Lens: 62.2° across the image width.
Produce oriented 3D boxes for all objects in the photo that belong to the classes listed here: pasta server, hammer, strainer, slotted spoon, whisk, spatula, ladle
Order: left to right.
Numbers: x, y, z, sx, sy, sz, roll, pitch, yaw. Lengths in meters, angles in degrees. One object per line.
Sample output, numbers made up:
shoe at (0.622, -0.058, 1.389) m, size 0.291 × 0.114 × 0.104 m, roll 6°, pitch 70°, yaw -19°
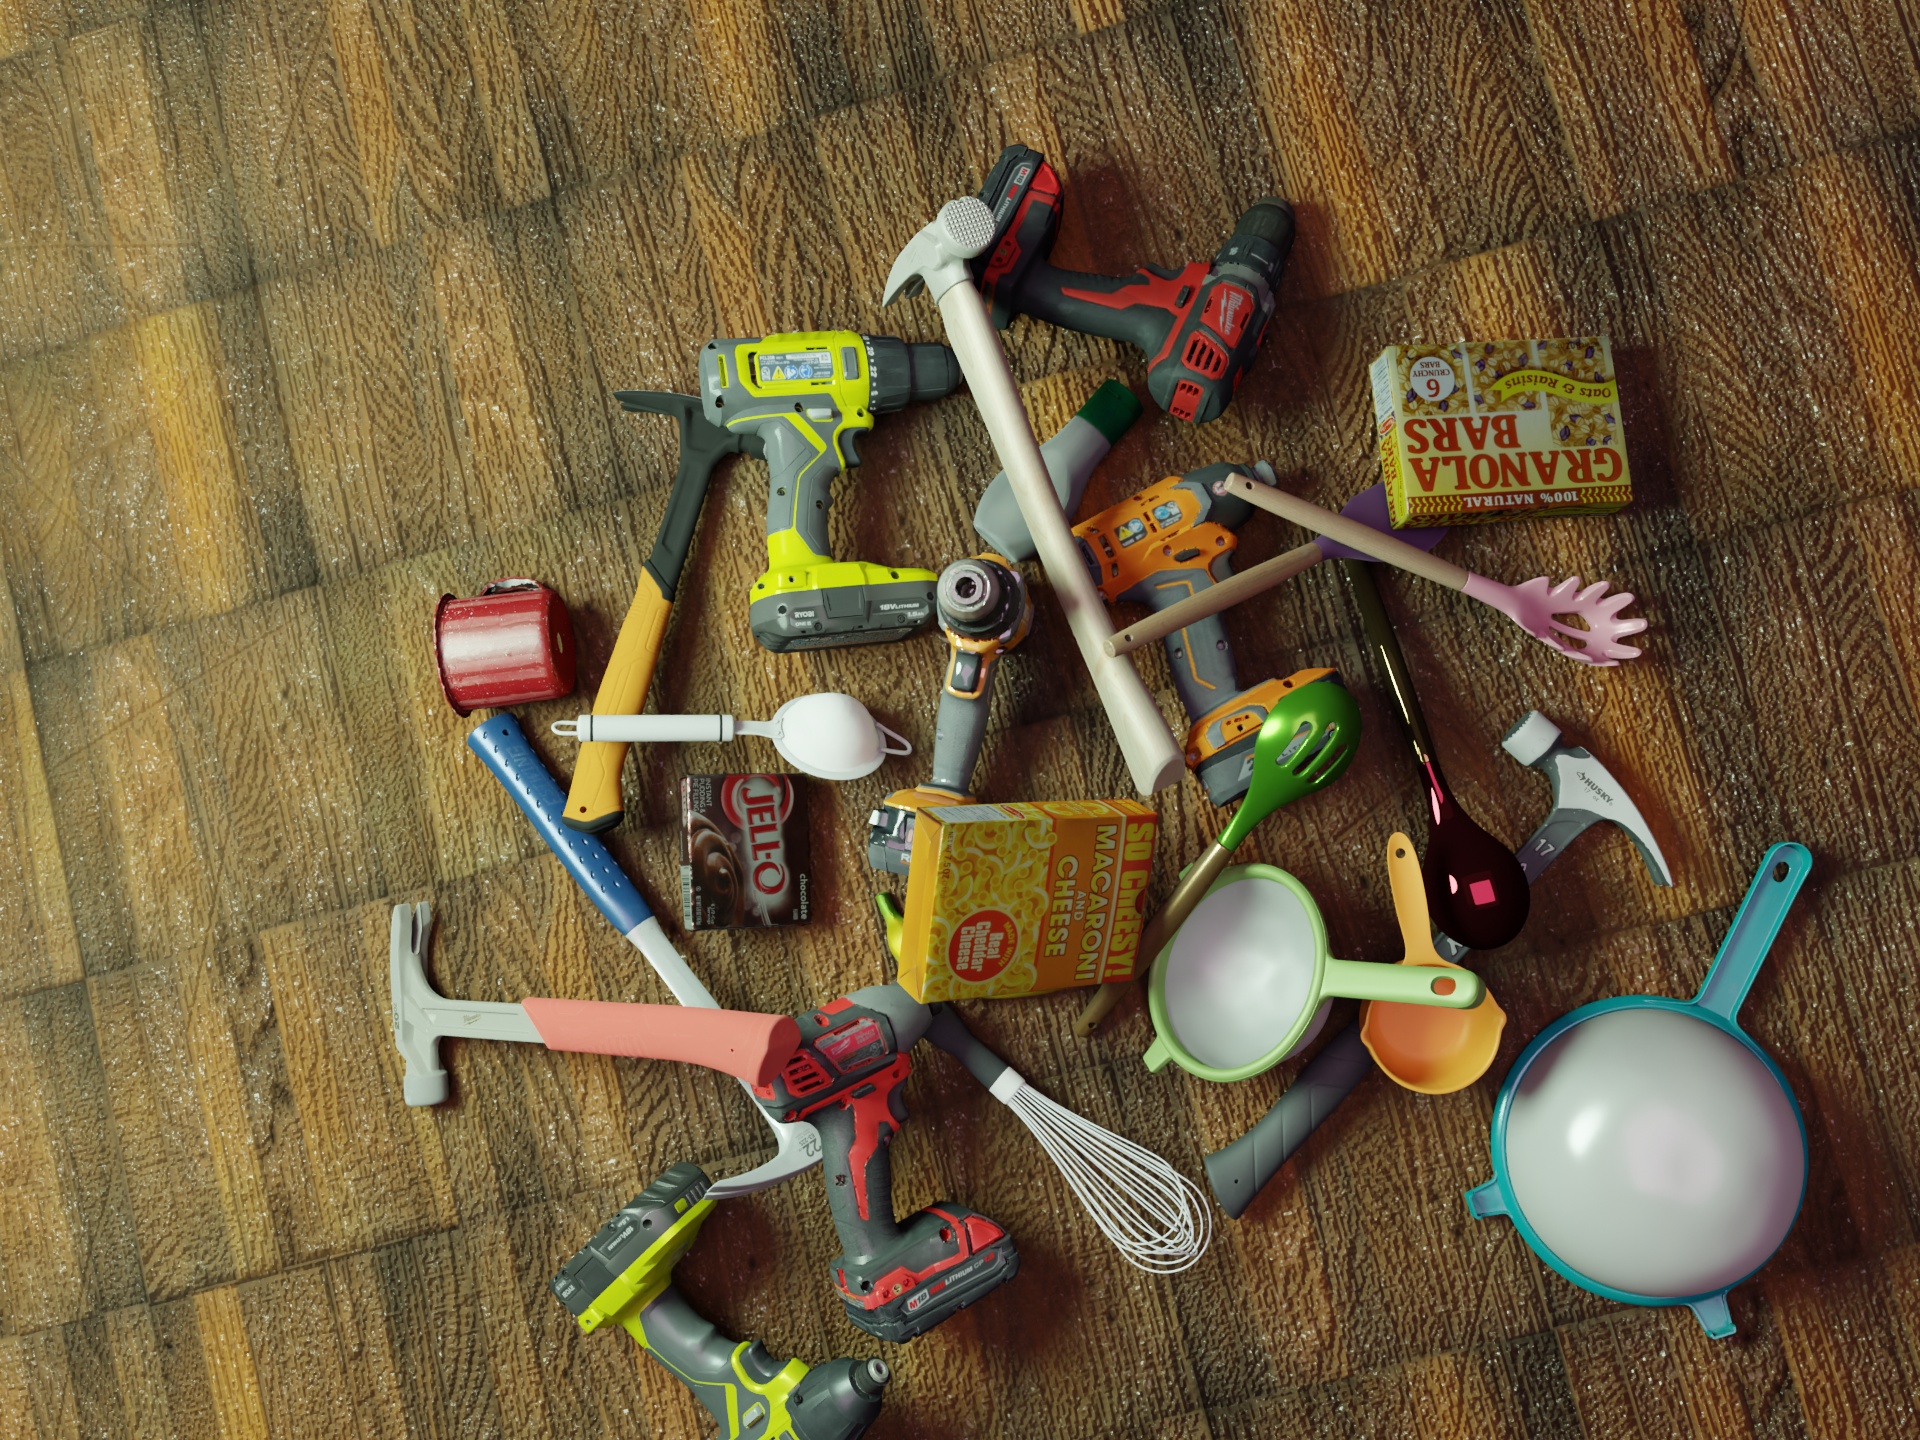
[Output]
hammer at (-0.263, 0.201, 1.095) m, size 0.359 × 0.036 × 0.149 m, roll -4°, pitch 89°, yaw 32°
hammer at (-0.237, -0.081, 1.173) m, size 0.127 × 0.034 × 0.337 m, roll 13°, pitch 79°, yaw 6°
hammer at (-0.229, 0.160, 1.148) m, size 0.144 × 0.035 × 0.406 m, roll -32°, pitch 75°, yaw -35°
strainer at (-0.159, 0.005, 1.135) m, size 0.258 × 0.050 × 0.087 m, roll 0°, pitch 44°, yaw -12°
hammer at (0.054, -0.141, 1.097) m, size 0.038 × 0.146 × 0.410 m, roll -23°, pitch 92°, yaw -21°
whisk at (0.057, 0.281, 1.123) m, size 0.285 × 0.070 × 0.070 m, roll 39°, pitch 90°, yaw 13°
slotted spoon at (0.169, 0.105, 1.088) m, size 0.070 × 0.031 × 0.313 m, roll 28°, pitch 112°, yaw -16°
spatula at (0.225, -0.104, 1.089) m, size 0.316 × 0.018 × 0.060 m, roll -24°, pitch 82°, yaw -25°
strainer at (0.241, 0.176, 1.056) m, size 0.256 × 0.069 × 0.151 m, roll -5°, pitch 66°, yaw 48°
hammer at (0.320, 0.190, 1.115) m, size 0.149 × 0.036 × 0.409 m, roll 42°, pitch 91°, yaw 7°
ladle at (0.319, 0.006, 1.111) m, size 0.069 × 0.031 × 0.316 m, roll -20°, pitch 72°, yaw 15°
pasta server at (0.328, -0.109, 1.098) m, size 0.316 × 0.040 × 0.060 m, roll 21°, pitch 76°, yaw -11°
strainer at (0.500, 0.236, 1.061) m, size 0.211 × 0.095 × 0.340 m, roll 26°, pitch 89°, yaw 7°

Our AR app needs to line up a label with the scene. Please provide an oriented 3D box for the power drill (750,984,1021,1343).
power drill at (-0.048, 0.292, 1.086) m, size 0.143 × 0.078 × 0.219 m, roll -22°, pitch 94°, yaw -28°

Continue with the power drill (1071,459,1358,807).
power drill at (0.190, -0.071, 1.128) m, size 0.164 × 0.084 × 0.226 m, roll -28°, pitch 80°, yaw 1°

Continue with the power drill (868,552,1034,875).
power drill at (-0.002, -0.003, 1.090) m, size 0.084 × 0.185 × 0.226 m, roll 12°, pitch 89°, yaw 7°

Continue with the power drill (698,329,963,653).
power drill at (-0.081, -0.172, 1.155) m, size 0.190 × 0.080 × 0.228 m, roll -6°, pitch 84°, yaw -15°

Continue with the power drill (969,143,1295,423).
power drill at (0.123, -0.332, 1.150) m, size 0.227 × 0.080 × 0.188 m, roll 24°, pitch 70°, yaw 6°

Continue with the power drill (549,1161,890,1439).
power drill at (-0.162, 0.427, 1.101) m, size 0.223 × 0.080 × 0.171 m, roll 46°, pitch 115°, yaw 7°

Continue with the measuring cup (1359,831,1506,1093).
measuring cup at (0.307, 0.162, 1.075) m, size 0.095 × 0.052 × 0.174 m, roll -9°, pitch 85°, yaw 4°
